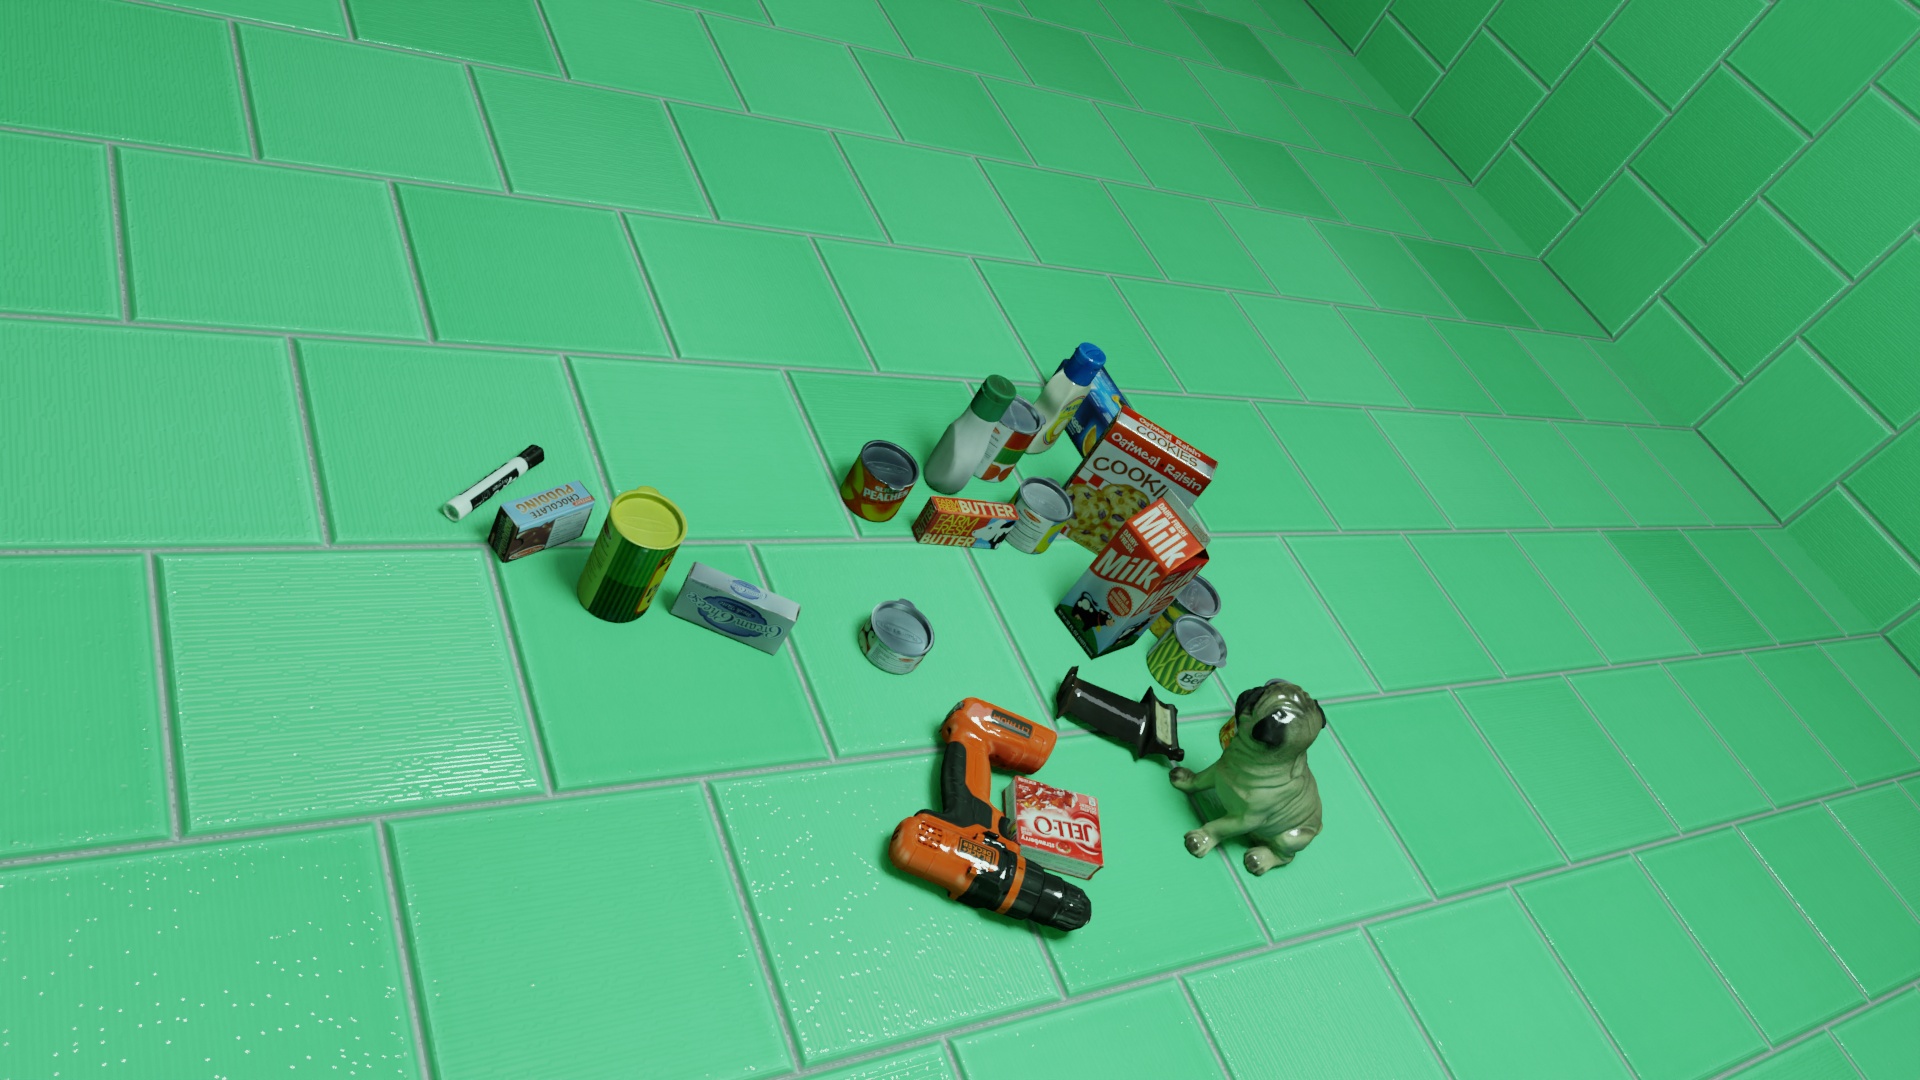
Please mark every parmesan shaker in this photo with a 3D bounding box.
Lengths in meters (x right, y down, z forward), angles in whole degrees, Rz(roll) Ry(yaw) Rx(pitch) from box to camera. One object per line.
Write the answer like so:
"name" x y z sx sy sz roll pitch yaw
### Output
"parmesan shaker" -0.282 0.013 1.191 0.071 0.102 0.072 20 41 -18

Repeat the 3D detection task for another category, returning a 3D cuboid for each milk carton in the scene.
"milk carton" 0.185 0.034 1.427 0.074 0.189 0.072 -14 59 -43

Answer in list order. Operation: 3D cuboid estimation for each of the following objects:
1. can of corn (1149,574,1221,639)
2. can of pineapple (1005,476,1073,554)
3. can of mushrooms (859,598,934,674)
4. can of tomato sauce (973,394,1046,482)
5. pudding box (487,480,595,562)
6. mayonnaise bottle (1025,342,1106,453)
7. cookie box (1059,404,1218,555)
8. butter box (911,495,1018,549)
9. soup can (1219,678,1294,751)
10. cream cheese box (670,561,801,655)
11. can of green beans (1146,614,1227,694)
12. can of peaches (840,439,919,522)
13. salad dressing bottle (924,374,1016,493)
"can of corn" 0.241 0.074 1.531 0.071 0.058 0.071 19 41 -18
"can of pineapple" 0.083 -0.028 1.525 0.071 0.057 0.071 19 41 -18
"can of mushrooms" -0.060 0.091 1.321 0.071 0.033 0.071 19 41 -18
"can of tomato sauce" 0.046 -0.116 1.571 0.071 0.082 0.071 20 41 -18
"pudding box" -0.363 -0.017 1.207 0.030 0.049 0.084 47 40 15
"mayonnaise bottle" 0.118 -0.166 1.620 0.065 0.147 0.041 -22 65 -46
"cookie box" 0.186 -0.054 1.537 0.123 0.166 0.040 31 39 -4
"butter box" 0.005 -0.018 1.464 0.104 0.052 0.024 5 47 -31
"soup can" 0.317 0.195 1.438 0.071 0.083 0.072 20 41 -18
"cream cheese box" -0.200 0.061 1.238 0.104 0.053 0.024 24 40 -13
"can of green beans" 0.241 0.122 1.481 0.071 0.057 0.071 19 41 -18
"can of peaches" -0.084 -0.060 1.441 0.071 0.057 0.071 19 41 -18
"salad dressing bottle" 0.011 -0.114 1.492 0.044 0.147 0.064 13 43 -25
